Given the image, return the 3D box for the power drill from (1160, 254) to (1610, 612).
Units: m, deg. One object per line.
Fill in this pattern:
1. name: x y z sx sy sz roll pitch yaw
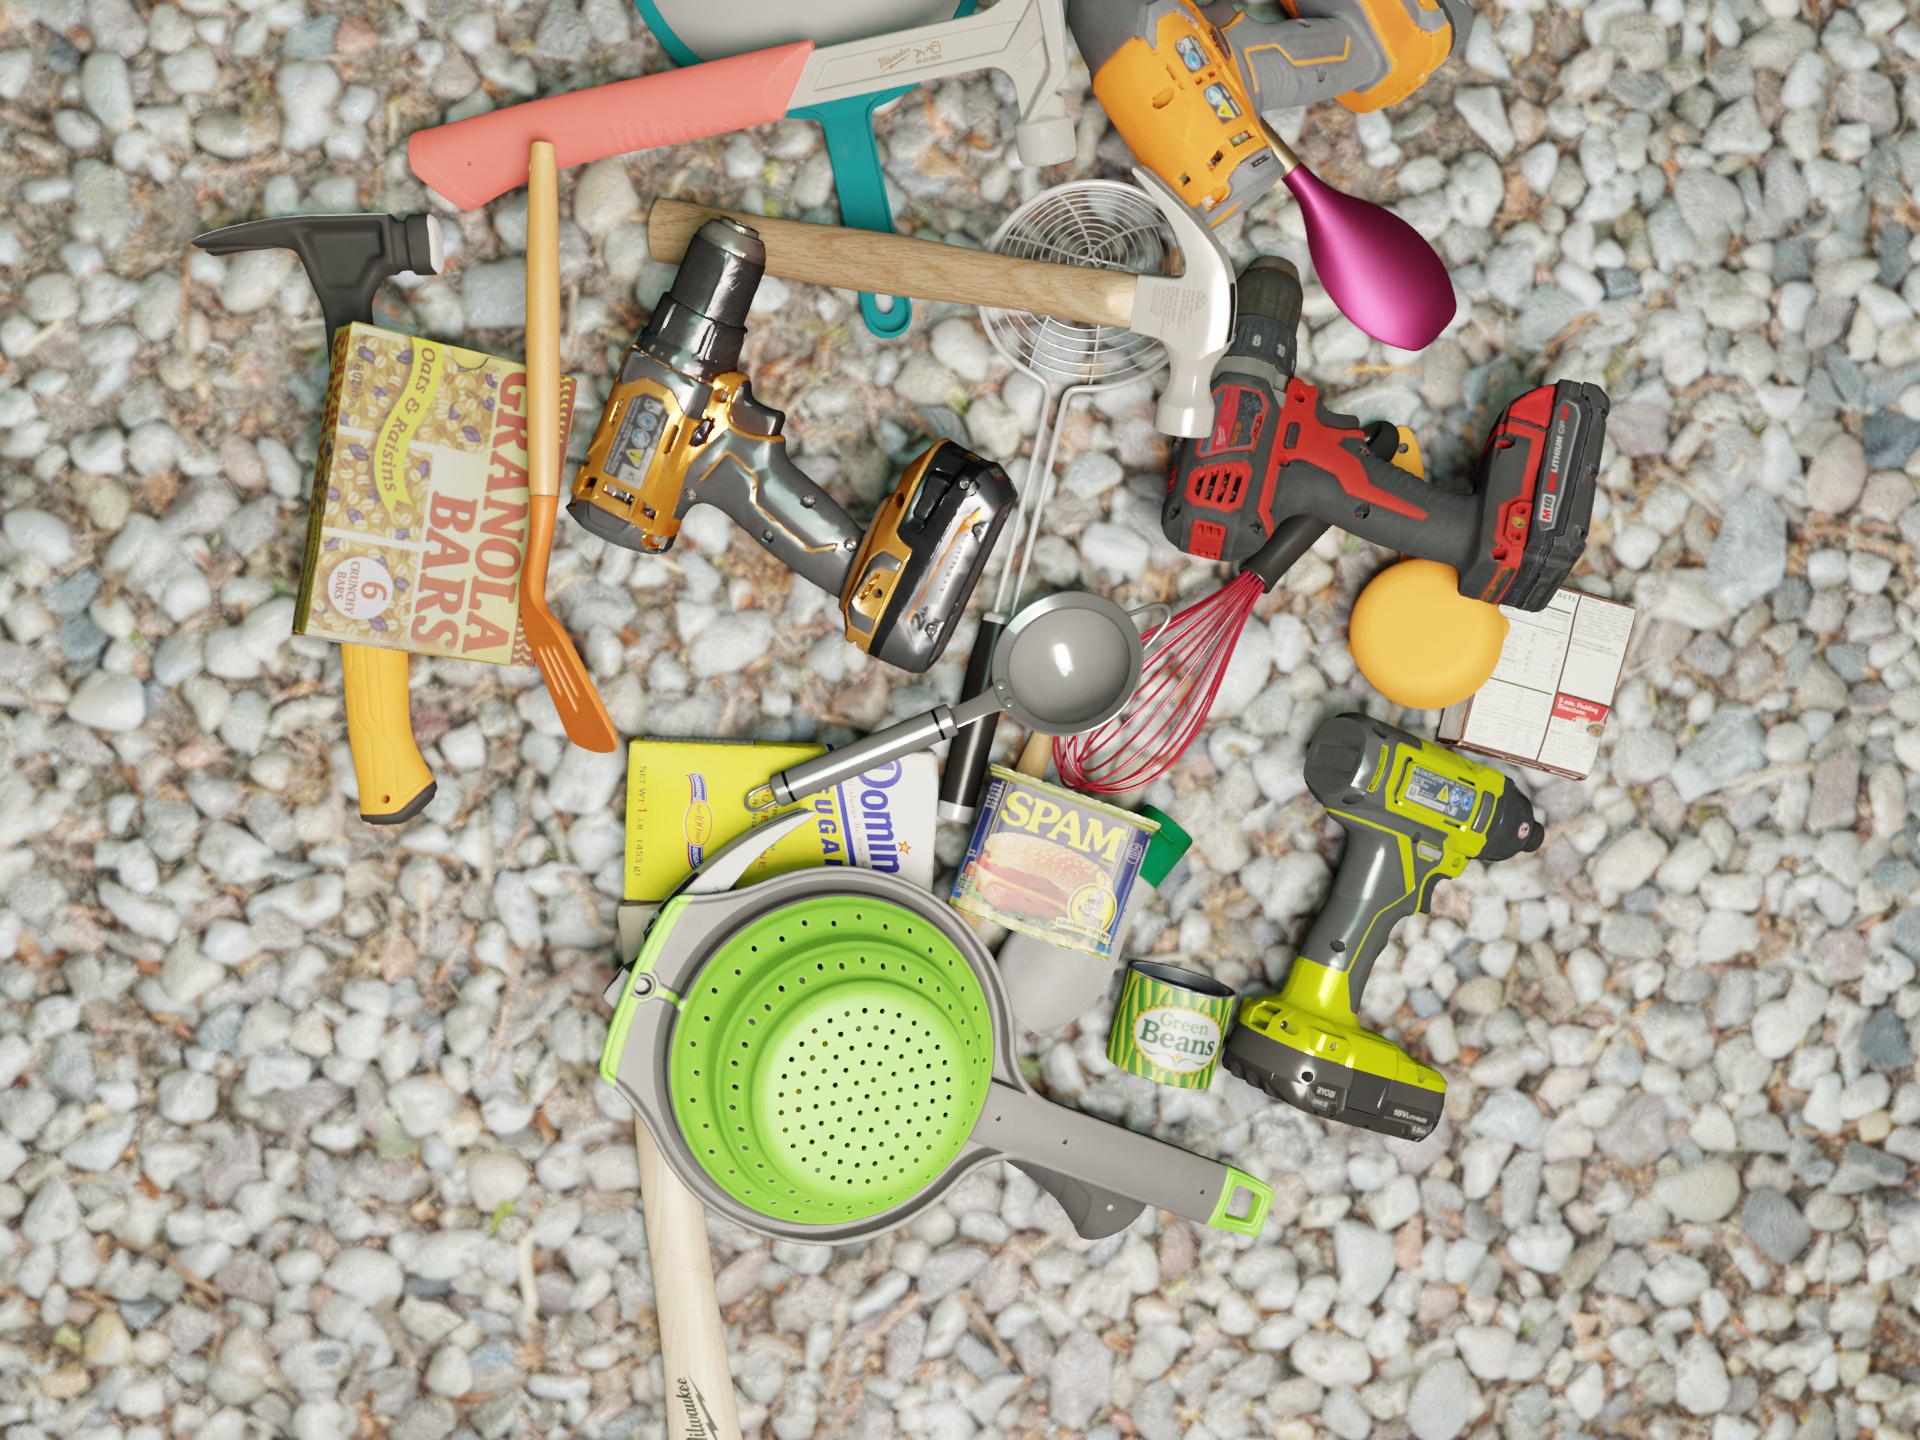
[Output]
1. power drill: 0.238 -0.164 0.900 0.227 0.080 0.188 13 72 9

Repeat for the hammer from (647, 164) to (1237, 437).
1. hammer: -0.016 -0.245 0.856 0.331 0.031 0.130 13 112 14

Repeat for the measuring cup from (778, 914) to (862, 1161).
1. measuring cup: -0.087 0.184 0.939 0.062 0.029 0.156 23 76 -34

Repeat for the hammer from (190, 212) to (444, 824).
1. hammer: -0.340 -0.109 0.885 0.127 0.034 0.337 -5 94 -7

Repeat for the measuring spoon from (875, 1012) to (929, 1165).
1. measuring spoon: -0.035 0.217 0.954 0.034 0.018 0.124 -2 87 2

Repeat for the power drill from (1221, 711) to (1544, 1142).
1. power drill: 0.256 0.125 0.942 0.171 0.080 0.223 20 88 -27

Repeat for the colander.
1. colander: 0.013 0.213 0.843 0.397 0.094 0.204 23 86 -16

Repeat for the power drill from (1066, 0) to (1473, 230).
1. power drill: 0.161 -0.380 0.866 0.226 0.084 0.164 -37 96 -27

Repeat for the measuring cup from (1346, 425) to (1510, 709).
1. measuring cup: 0.269 -0.094 0.939 0.095 0.052 0.174 -8 85 19

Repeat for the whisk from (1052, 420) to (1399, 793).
1. whisk: 0.161 -0.068 0.936 0.073 0.073 0.296 43 82 -8

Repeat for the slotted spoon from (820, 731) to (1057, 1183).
1. slotted spoon: -0.002 0.132 0.936 0.070 0.031 0.314 25 85 -13

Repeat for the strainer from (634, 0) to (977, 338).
1. strainer: -0.071 -0.385 0.869 0.211 0.095 0.340 -12 94 -6

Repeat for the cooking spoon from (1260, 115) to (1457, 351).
1. cooking spoon: 0.178 -0.344 0.940 0.319 0.017 0.069 44 87 -8

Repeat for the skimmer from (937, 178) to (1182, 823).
1. skimmer: 0.042 -0.116 0.901 0.127 0.090 0.363 14 92 -8

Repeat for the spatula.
1. spatula: -0.214 -0.143 0.849 0.041 0.081 0.322 -1 92 -31

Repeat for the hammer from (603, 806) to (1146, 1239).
1. hammer: -0.024 0.188 0.899 0.334 0.035 0.146 38 81 -14

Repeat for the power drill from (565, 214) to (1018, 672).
1. power drill: -0.084 -0.148 0.862 0.226 0.084 0.185 27 106 4

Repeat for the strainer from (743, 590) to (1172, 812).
1. strainer: -0.001 -0.003 0.886 0.258 0.050 0.087 -22 65 0

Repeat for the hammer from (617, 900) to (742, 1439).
1. hammer: -0.174 0.309 0.931 0.146 0.038 0.410 -5 94 -5

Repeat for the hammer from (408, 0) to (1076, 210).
1. hammer: -0.124 -0.339 0.837 0.359 0.037 0.149 -7 115 11
